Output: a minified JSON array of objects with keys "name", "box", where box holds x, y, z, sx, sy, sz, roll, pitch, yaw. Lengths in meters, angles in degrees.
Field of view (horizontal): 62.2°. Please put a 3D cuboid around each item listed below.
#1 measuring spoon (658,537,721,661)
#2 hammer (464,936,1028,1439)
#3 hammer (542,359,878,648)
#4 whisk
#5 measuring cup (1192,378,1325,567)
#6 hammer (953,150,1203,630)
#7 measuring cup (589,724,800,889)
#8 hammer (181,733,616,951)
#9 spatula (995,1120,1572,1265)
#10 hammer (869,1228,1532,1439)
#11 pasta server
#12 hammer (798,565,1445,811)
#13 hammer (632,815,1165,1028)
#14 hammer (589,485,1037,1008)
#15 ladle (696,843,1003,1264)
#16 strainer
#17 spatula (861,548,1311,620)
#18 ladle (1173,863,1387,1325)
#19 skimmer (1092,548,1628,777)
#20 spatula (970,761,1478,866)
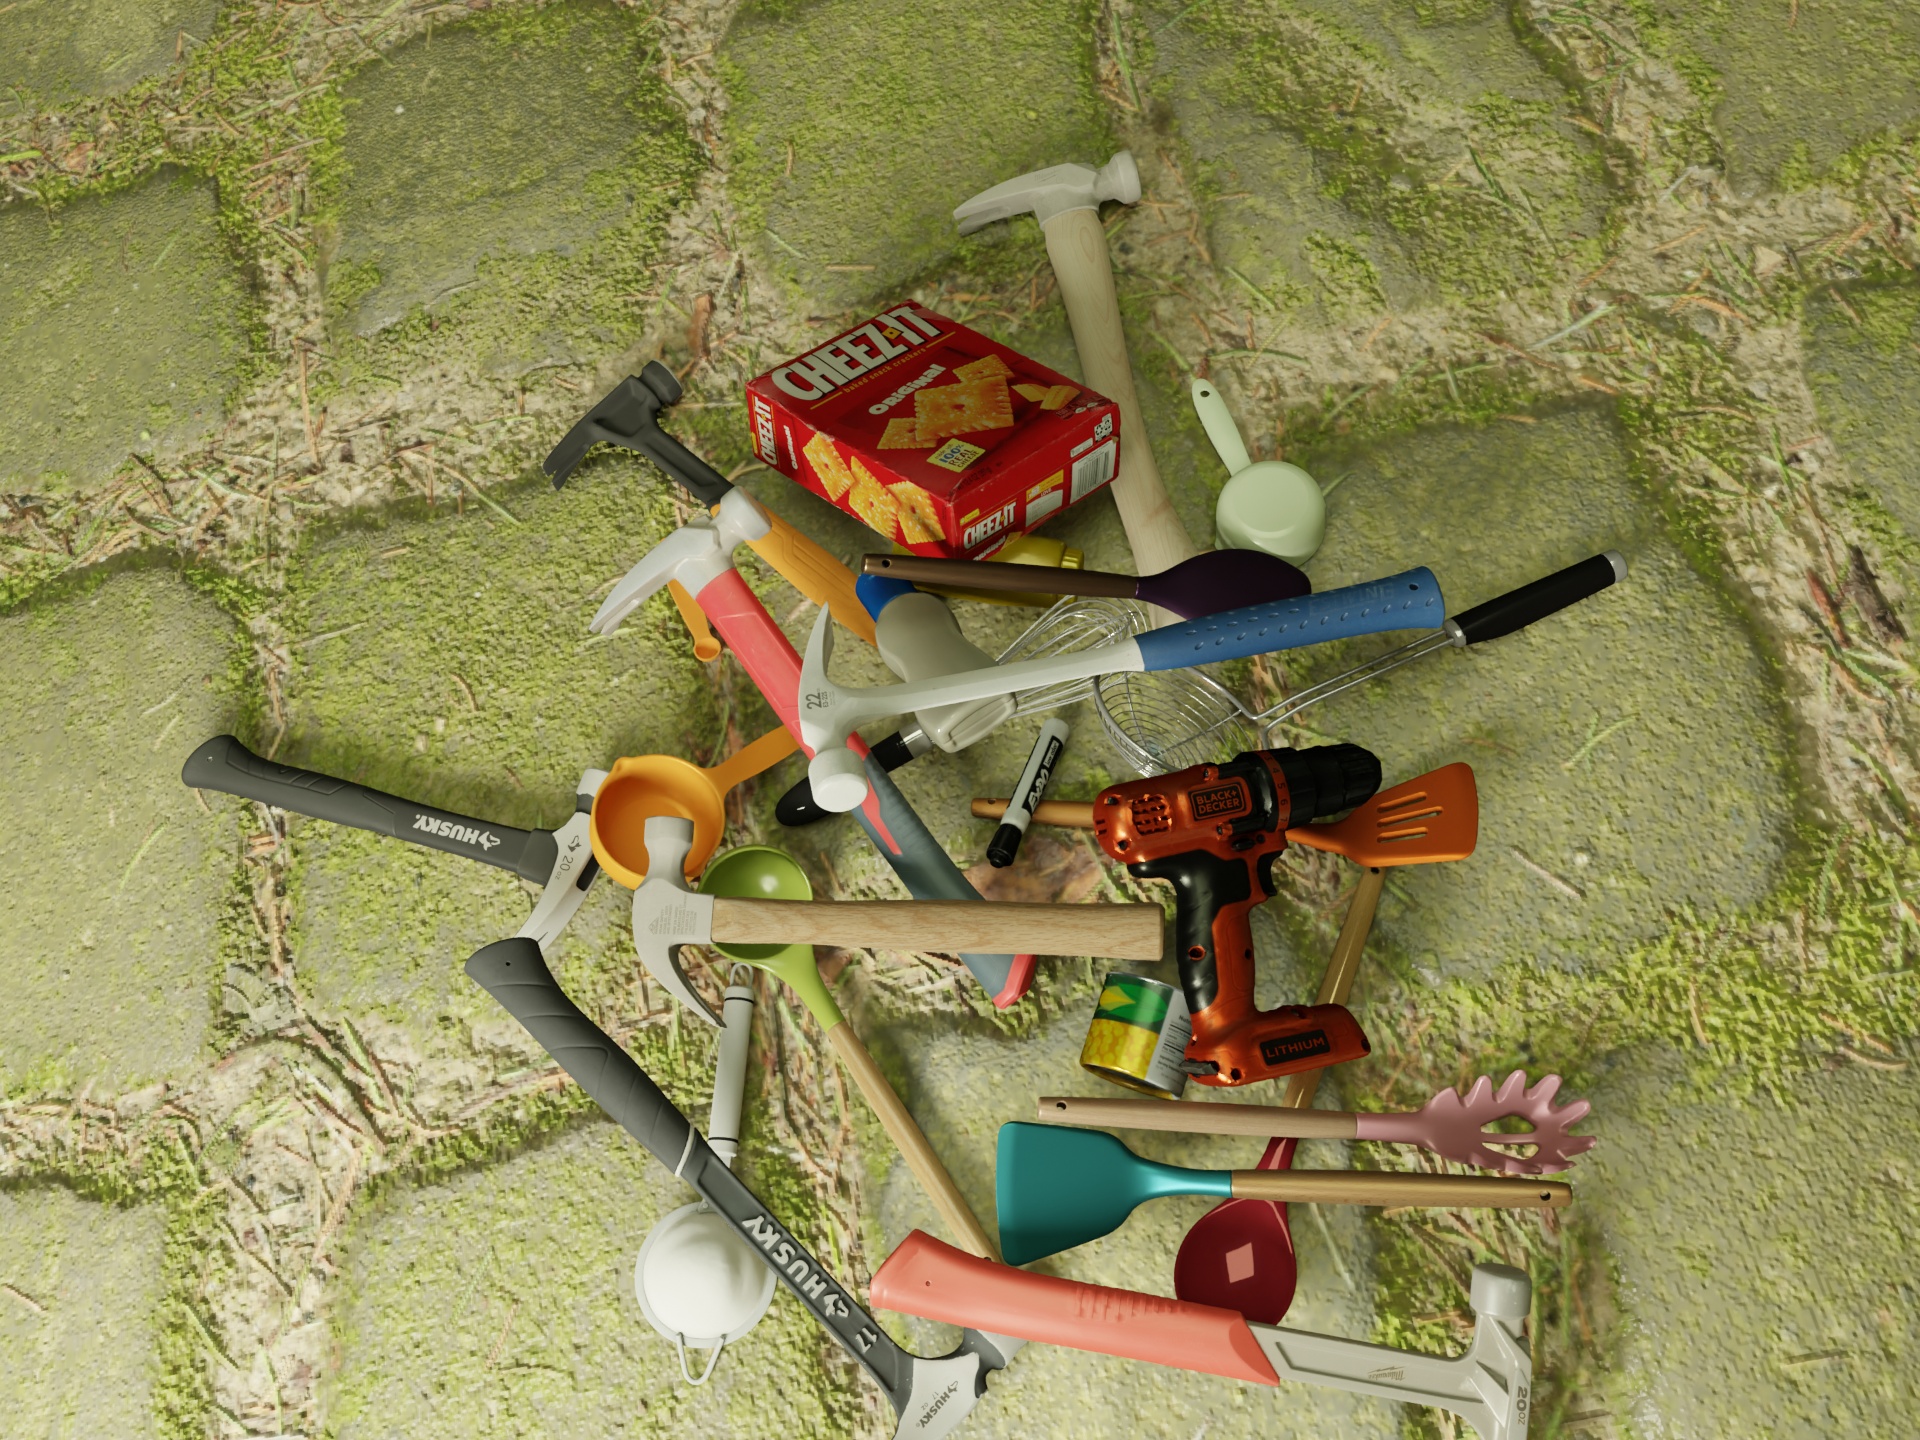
[{"name":"measuring spoon","box":[-0.201,-0.089,1.174,0.021,0.011,0.117,-21,62,-8]},{"name":"hammer","box":[-0.155,0.276,0.954,0.409,0.036,0.149,41,63,16]},{"name":"hammer","box":[-0.157,-0.140,1.169,0.337,0.034,0.127,38,74,21]},{"name":"whisk","box":[-0.002,-0.005,1.079,0.284,0.070,0.070,-29,66,2]},{"name":"measuring cup","box":[0.200,-0.183,1.120,0.083,0.038,0.168,-22,68,1]},{"name":"hammer","box":[0.102,-0.238,1.164,0.146,0.038,0.411,-14,66,6]},{"name":"measuring cup","box":[-0.175,0.052,1.091,0.173,0.052,0.095,-33,82,-28]},{"name":"hammer","box":[-0.410,0.072,1.130,0.335,0.035,0.146,13,70,15]},{"name":"spatula","box":[0.180,0.268,0.901,0.317,0.044,0.082,-3,85,13]},{"name":"hammer","box":[0.126,0.350,0.878,0.359,0.036,0.149,8,85,7]},{"name":"pasta server","box":[0.203,0.231,0.922,0.316,0.040,0.060,3,57,0]},{"name":"hammer","box":[0.098,-0.045,0.990,0.405,0.035,0.144,-11,51,-5]},{"name":"hammer","box":[-0.040,0.129,0.983,0.331,0.031,0.130,1,77,7]},{"name":"hammer","box":[-0.089,0.034,1.047,0.143,0.038,0.386,-39,78,7]},{"name":"ladle","box":[-0.066,0.212,0.998,0.078,0.062,0.320,-34,69,-6]},{"name":"strainer","box":[-0.152,0.275,0.997,0.087,0.050,0.259,5,65,-4]},{"name":"spatula","box":[0.089,-0.091,1.039,0.315,0.018,0.060,3,82,-17]},{"name":"ladle","box":[0.206,0.220,0.960,0.069,0.031,0.315,19,71,15]},{"name":"skimmer","box":[0.263,-0.051,1.024,0.363,0.090,0.127,-23,48,-2]},{"name":"spatula","box":[0.164,0.059,1.026,0.322,0.041,0.081,3,45,13]}]
